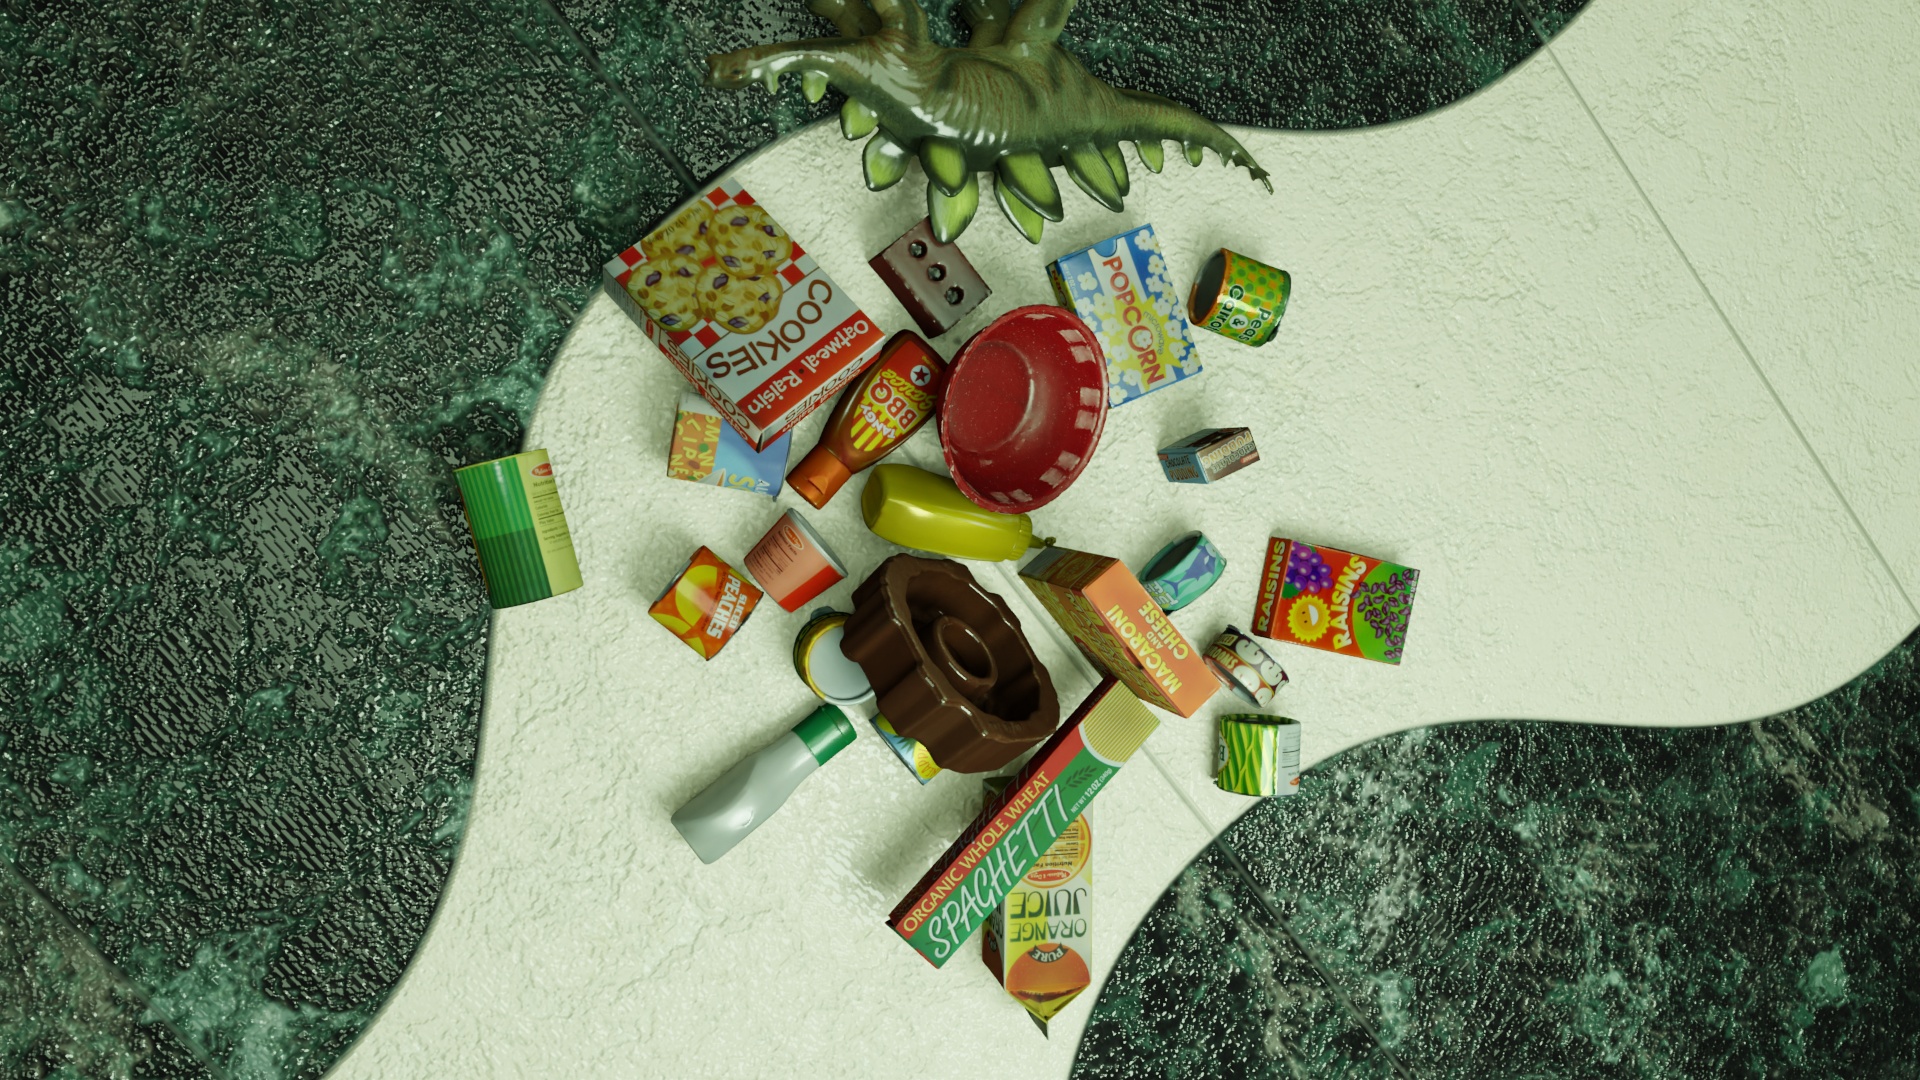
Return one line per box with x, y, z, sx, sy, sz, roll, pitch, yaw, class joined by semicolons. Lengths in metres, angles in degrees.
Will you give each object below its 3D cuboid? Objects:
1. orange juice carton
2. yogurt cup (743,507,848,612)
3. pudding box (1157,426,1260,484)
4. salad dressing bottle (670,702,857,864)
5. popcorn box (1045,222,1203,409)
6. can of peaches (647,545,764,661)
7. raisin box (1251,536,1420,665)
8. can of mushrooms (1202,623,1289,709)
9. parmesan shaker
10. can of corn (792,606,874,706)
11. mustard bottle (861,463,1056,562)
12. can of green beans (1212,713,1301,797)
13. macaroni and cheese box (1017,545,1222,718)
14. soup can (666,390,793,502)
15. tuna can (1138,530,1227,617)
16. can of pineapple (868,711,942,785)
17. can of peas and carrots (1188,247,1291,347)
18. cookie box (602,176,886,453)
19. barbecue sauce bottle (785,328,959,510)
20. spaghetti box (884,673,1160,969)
0.060;0.286;1.090;0.073;0.072;0.192;0;92;-14;orange juice carton
-0.125;0.017;1.040;0.054;0.072;0.072;-41;101;-1;yogurt cup
0.196;-0.068;1.104;0.050;0.083;0.030;-24;98;-12;pudding box
-0.145;0.179;1.044;0.148;0.064;0.044;-37;108;-17;salad dressing bottle
0.131;-0.177;1.108;0.085;0.038;0.126;-23;97;-11;popcorn box
-0.187;0.045;1.022;0.058;0.071;0.071;40;83;-11;can of peaches
0.313;0.051;1.160;0.123;0.040;0.086;12;90;-15;raisin box
0.229;0.102;1.127;0.033;0.071;0.071;-46;101;-7;can of mushrooms
-0.316;-0.008;0.988;0.071;0.071;0.103;-15;96;-13;parmesan shaker
-0.092;0.087;1.053;0.071;0.058;0.071;-1;93;-14;can of corn
0.004;-0.013;1.070;0.160;0.065;0.048;16;121;-23;mustard bottle
0.244;0.174;1.134;0.071;0.071;0.058;2;91;-14;can of green beans
0.115;0.066;1.047;0.040;0.166;0.123;-41;101;-8;macaroni and cheese box
-0.170;-0.069;1.024;0.084;0.071;0.071;9;90;-13;soup can
0.176;0.026;1.112;0.071;0.071;0.033;-43;100;-8;tuna can
-0.027;0.146;1.065;0.058;0.071;0.071;-40;101;-9;can of pineapple
0.223;-0.193;1.114;0.059;0.071;0.071;17;88;-13;can of peas and carrots
-0.155;-0.164;1.004;0.123;0.040;0.167;-42;84;-23;cookie box
-0.071;-0.089;1.059;0.065;0.044;0.149;45;82;-19;barbecue sauce bottle
0.048;0.208;1.032;0.050;0.028;0.250;45;81;-10;spaghetti box
